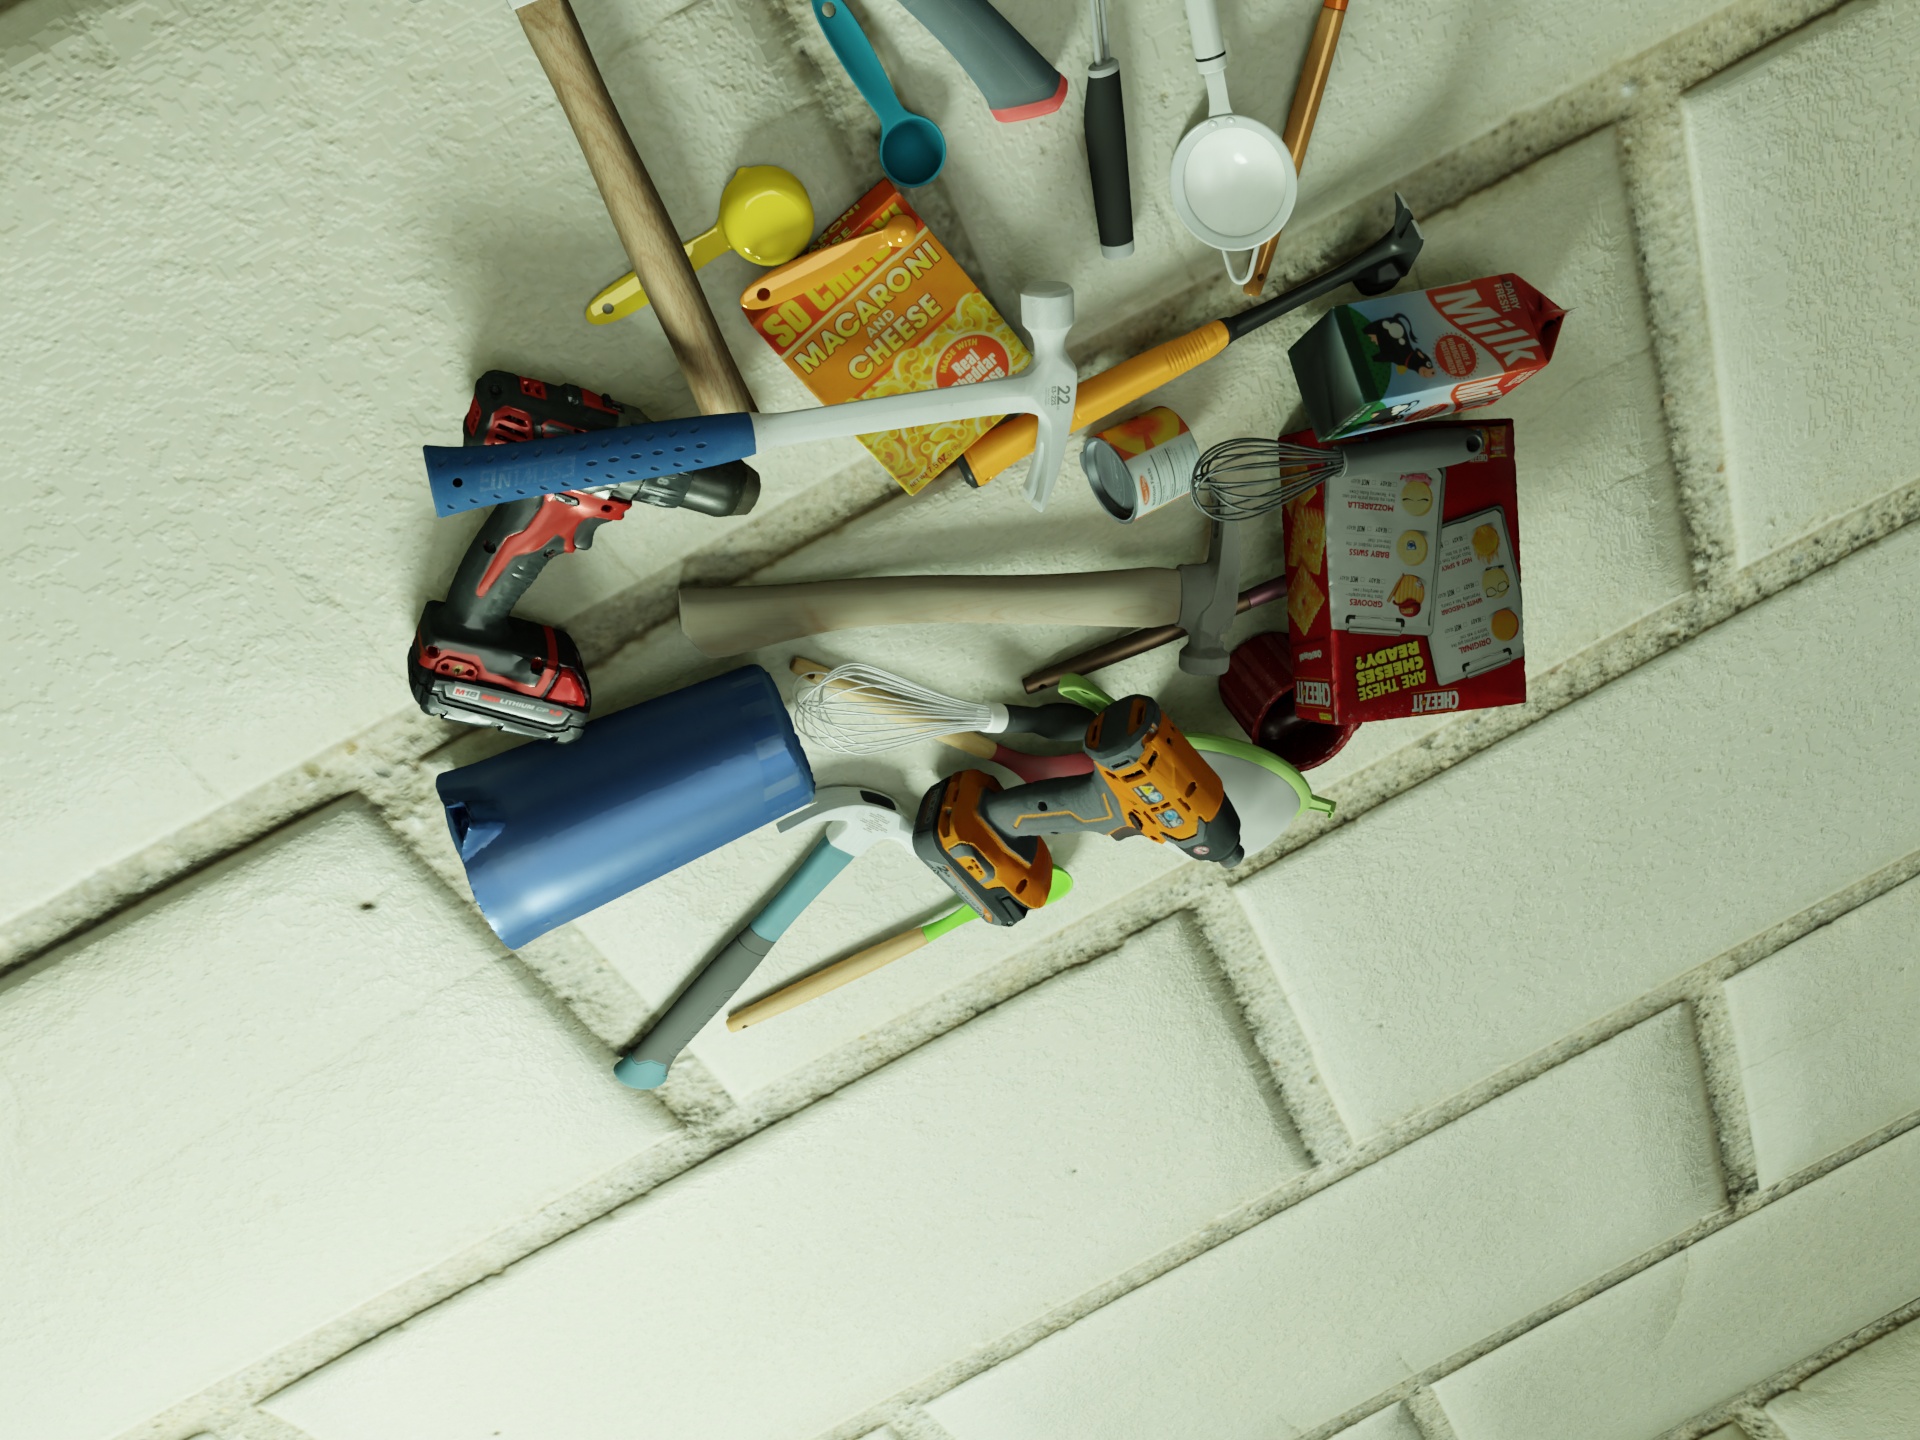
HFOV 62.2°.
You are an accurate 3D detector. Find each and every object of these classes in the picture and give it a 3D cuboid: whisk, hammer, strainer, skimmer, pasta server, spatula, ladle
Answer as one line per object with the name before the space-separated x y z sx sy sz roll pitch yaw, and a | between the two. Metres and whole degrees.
whisk | 0.262 -0.176 1.096 0.239 0.055 0.055 -11 126 -19
hammer | 0.005 -0.096 1.141 0.410 0.038 0.146 -3 108 -14
hammer | -0.117 -0.173 0.981 0.405 0.035 0.144 -12 119 -16
whisk | -0.001 -0.003 1.177 0.284 0.070 0.070 4 122 -38
strainer | 0.161 -0.404 0.993 0.087 0.050 0.258 4 129 32
hammer | 0.149 -0.246 1.068 0.337 0.127 0.034 -26 87 5
hammer | -0.166 0.180 1.279 0.128 0.033 0.331 31 108 -34
strainer | 0.161 0.049 1.235 0.256 0.069 0.151 32 152 -33
skimmer | 0.099 -0.436 0.917 0.127 0.090 0.362 -40 137 -31
pasta server | 0.195 -0.087 1.233 0.316 0.040 0.060 -22 128 0
spatula | 0.233 -0.423 1.006 0.081 0.041 0.322 -1 124 -21
ladle | 0.004 0.013 1.232 0.315 0.031 0.069 24 115 -29
hammer | -0.074 -0.471 0.864 0.386 0.038 0.143 30 108 -33
hammer | -0.188 -0.303 0.919 0.130 0.031 0.331 -18 126 7

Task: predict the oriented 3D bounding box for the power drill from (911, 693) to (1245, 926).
power drill | 0.095 0.080 1.201 0.226 0.084 0.164 -24 124 34

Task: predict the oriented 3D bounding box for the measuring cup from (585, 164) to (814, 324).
measuring cup | -0.159 -0.280 0.968 0.156 0.029 0.062 -31 128 1

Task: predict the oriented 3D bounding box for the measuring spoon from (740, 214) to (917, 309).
measuring spoon | -0.079 -0.274 0.960 0.117 0.011 0.021 -25 127 -3

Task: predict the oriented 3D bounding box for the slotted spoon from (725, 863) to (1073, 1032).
slotted spoon | -0.053 0.189 1.330 0.314 0.031 0.070 -25 143 1

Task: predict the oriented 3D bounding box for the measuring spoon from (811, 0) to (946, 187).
measuring spoon | -0.053 -0.380 0.951 0.042 0.021 0.128 -35 118 -1

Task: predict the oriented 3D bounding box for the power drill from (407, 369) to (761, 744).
power drill | -0.248 -0.101 1.032 0.187 0.080 0.226 14 114 -27
